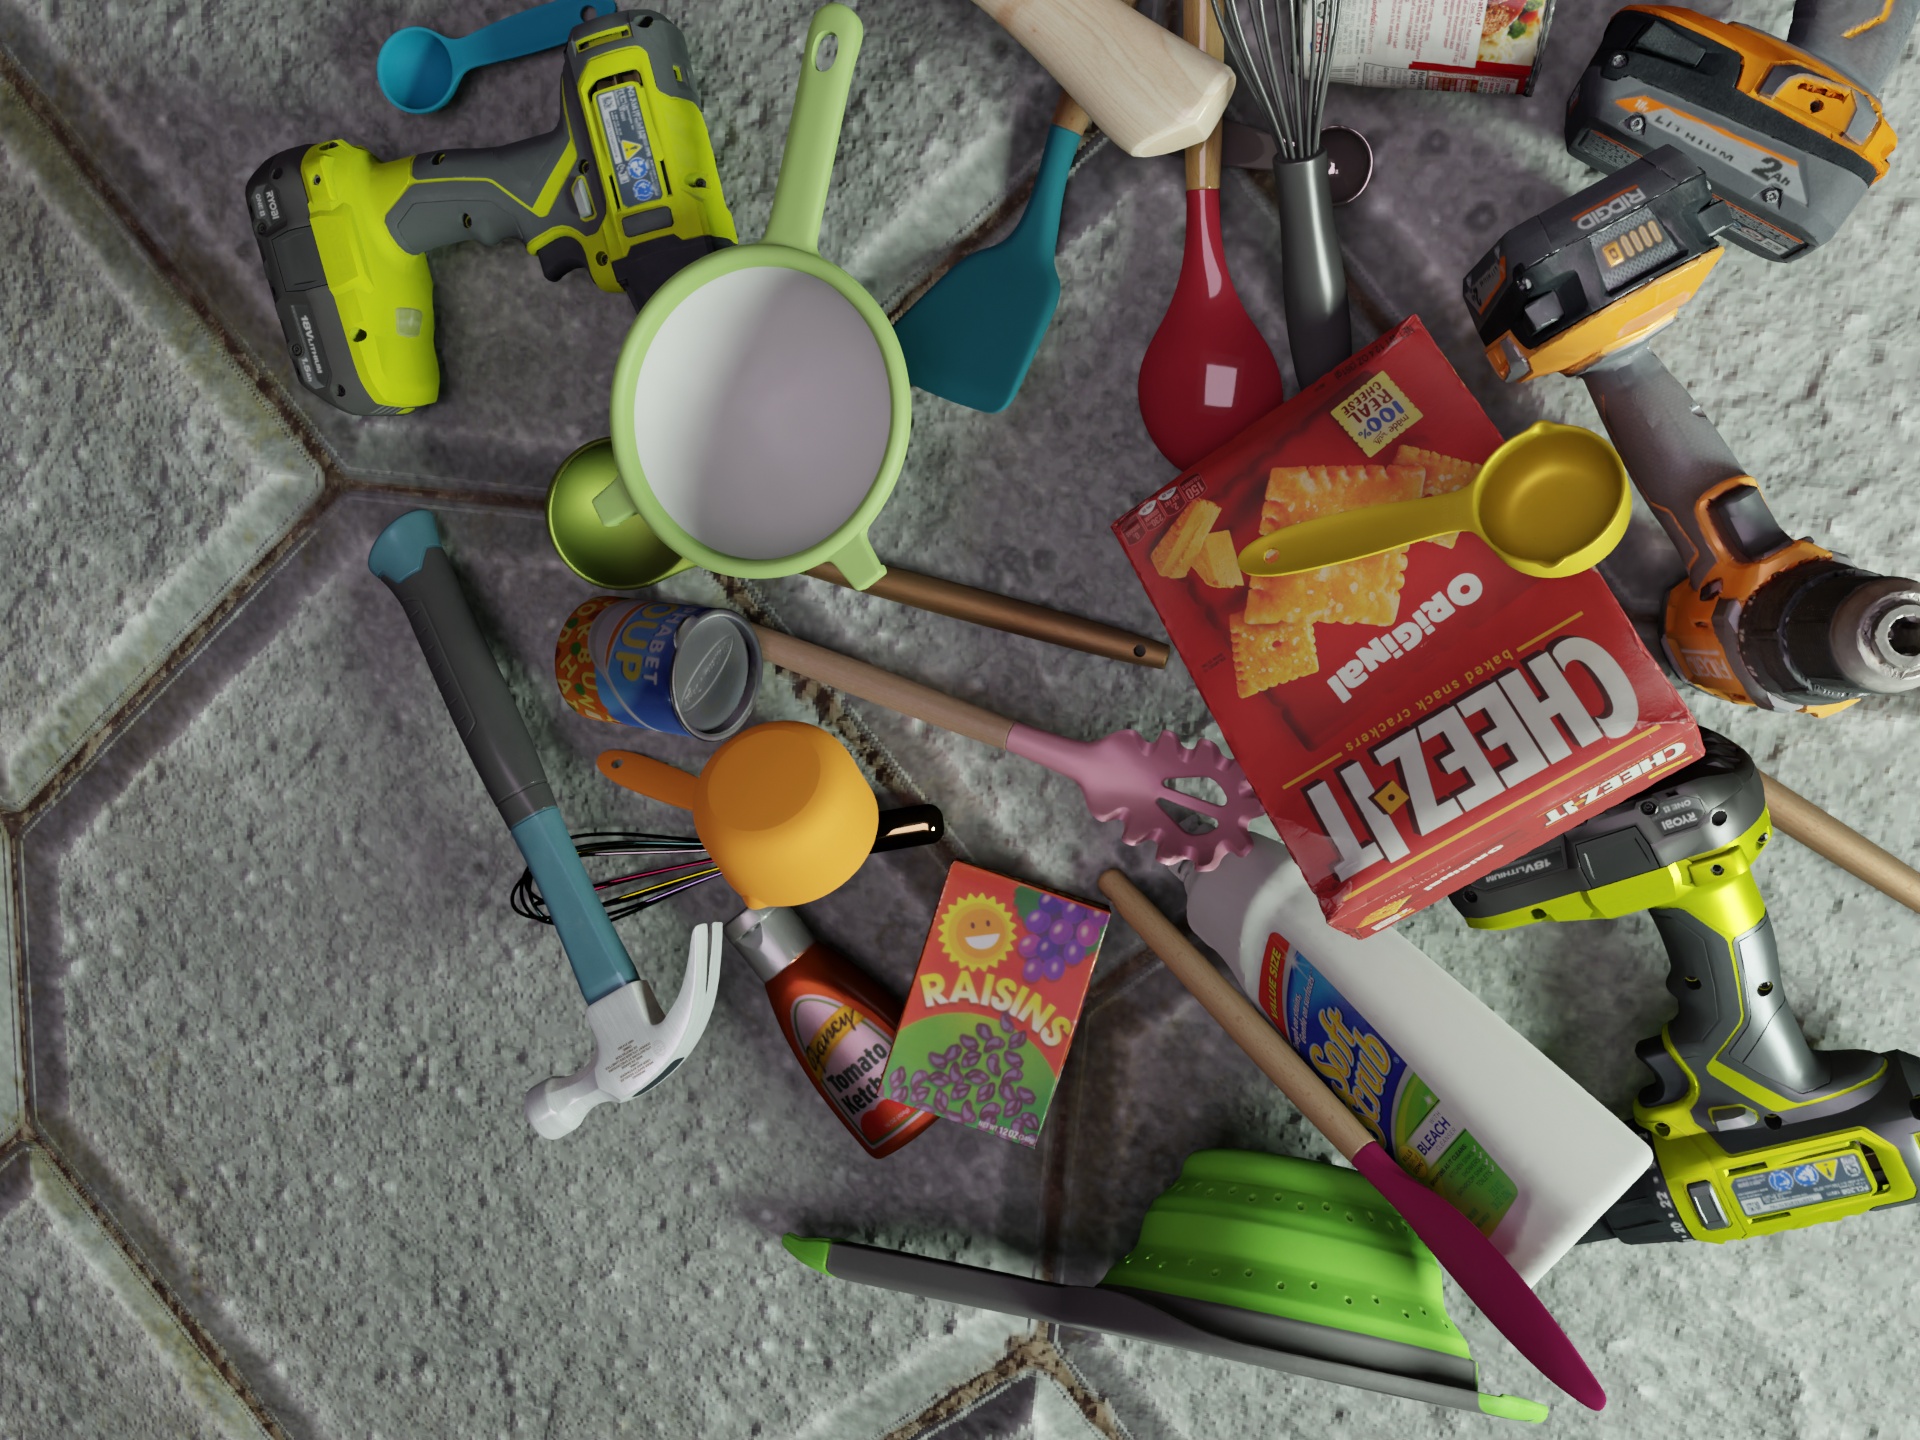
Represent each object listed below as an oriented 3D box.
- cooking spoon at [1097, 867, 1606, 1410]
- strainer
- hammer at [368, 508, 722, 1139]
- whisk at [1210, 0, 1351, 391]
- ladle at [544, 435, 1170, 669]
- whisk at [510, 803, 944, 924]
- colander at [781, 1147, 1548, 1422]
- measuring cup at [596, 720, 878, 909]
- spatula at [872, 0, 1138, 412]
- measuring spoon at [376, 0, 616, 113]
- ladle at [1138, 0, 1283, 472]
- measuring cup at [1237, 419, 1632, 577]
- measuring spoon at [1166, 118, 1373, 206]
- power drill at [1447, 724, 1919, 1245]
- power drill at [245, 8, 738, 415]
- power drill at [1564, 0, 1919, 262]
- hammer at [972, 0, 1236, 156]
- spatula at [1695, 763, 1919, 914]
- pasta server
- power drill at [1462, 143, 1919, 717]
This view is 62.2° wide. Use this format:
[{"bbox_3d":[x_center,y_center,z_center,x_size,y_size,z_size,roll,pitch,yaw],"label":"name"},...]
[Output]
[{"bbox_3d":[0.164,0.176,0.719,0.017,0.068,0.319,-35,55,-11],"label":"cooking spoon"},{"bbox_3d":[-0.073,-0.193,0.741,0.151,0.069,0.256,15,98,18],"label":"strainer"},{"bbox_3d":[-0.229,0.040,0.829,0.128,0.033,0.331,-30,79,10],"label":"hammer"},{"bbox_3d":[0.141,-0.235,0.669,0.055,0.055,0.238,-6,127,15],"label":"whisk"},{"bbox_3d":[-0.053,-0.072,0.788,0.320,0.062,0.078,16,99,8],"label":"ladle"},{"bbox_3d":[-0.127,0.076,0.844,0.245,0.047,0.051,-10,97,13],"label":"whisk"},{"bbox_3d":[0.085,0.260,0.798,0.397,0.204,0.094,0,67,30],"label":"colander"},{"bbox_3d":[-0.126,0.032,0.814,0.174,0.052,0.095,17,62,24],"label":"measuring cup"},{"bbox_3d":[0.054,-0.296,0.721,0.082,0.044,0.317,30,106,29],"label":"spatula"},{"bbox_3d":[-0.231,-0.339,0.804,0.128,0.021,0.042,-14,95,7],"label":"measuring spoon"},{"bbox_3d":[0.110,-0.264,0.710,0.069,0.031,0.315,3,105,23],"label":"ladle"},{"bbox_3d":[0.188,-0.076,0.639,0.156,0.029,0.062,-10,69,34],"label":"measuring cup"},{"bbox_3d":[0.128,-0.263,0.727,0.124,0.018,0.034,19,112,17],"label":"measuring spoon"},{"bbox_3d":[0.312,0.135,0.721,0.190,0.080,0.228,-24,99,28],"label":"power drill"},{"bbox_3d":[-0.223,-0.232,0.790,0.223,0.080,0.171,-11,98,13],"label":"power drill"},{"bbox_3d":[0.338,-0.319,0.627,0.164,0.084,0.226,32,103,7],"label":"power drill"},{"bbox_3d":[-0.046,-0.389,0.710,0.411,0.038,0.146,37,106,11],"label":"hammer"},{"bbox_3d":[0.327,0.007,0.725,0.316,0.018,0.059,34,111,7],"label":"spatula"},{"bbox_3d":[-0.001,-0.002,0.780,0.316,0.040,0.060,21,91,18],"label":"pasta server"},{"bbox_3d":[0.293,-0.104,0.626,0.084,0.185,0.226,-28,90,9],"label":"power drill"}]
